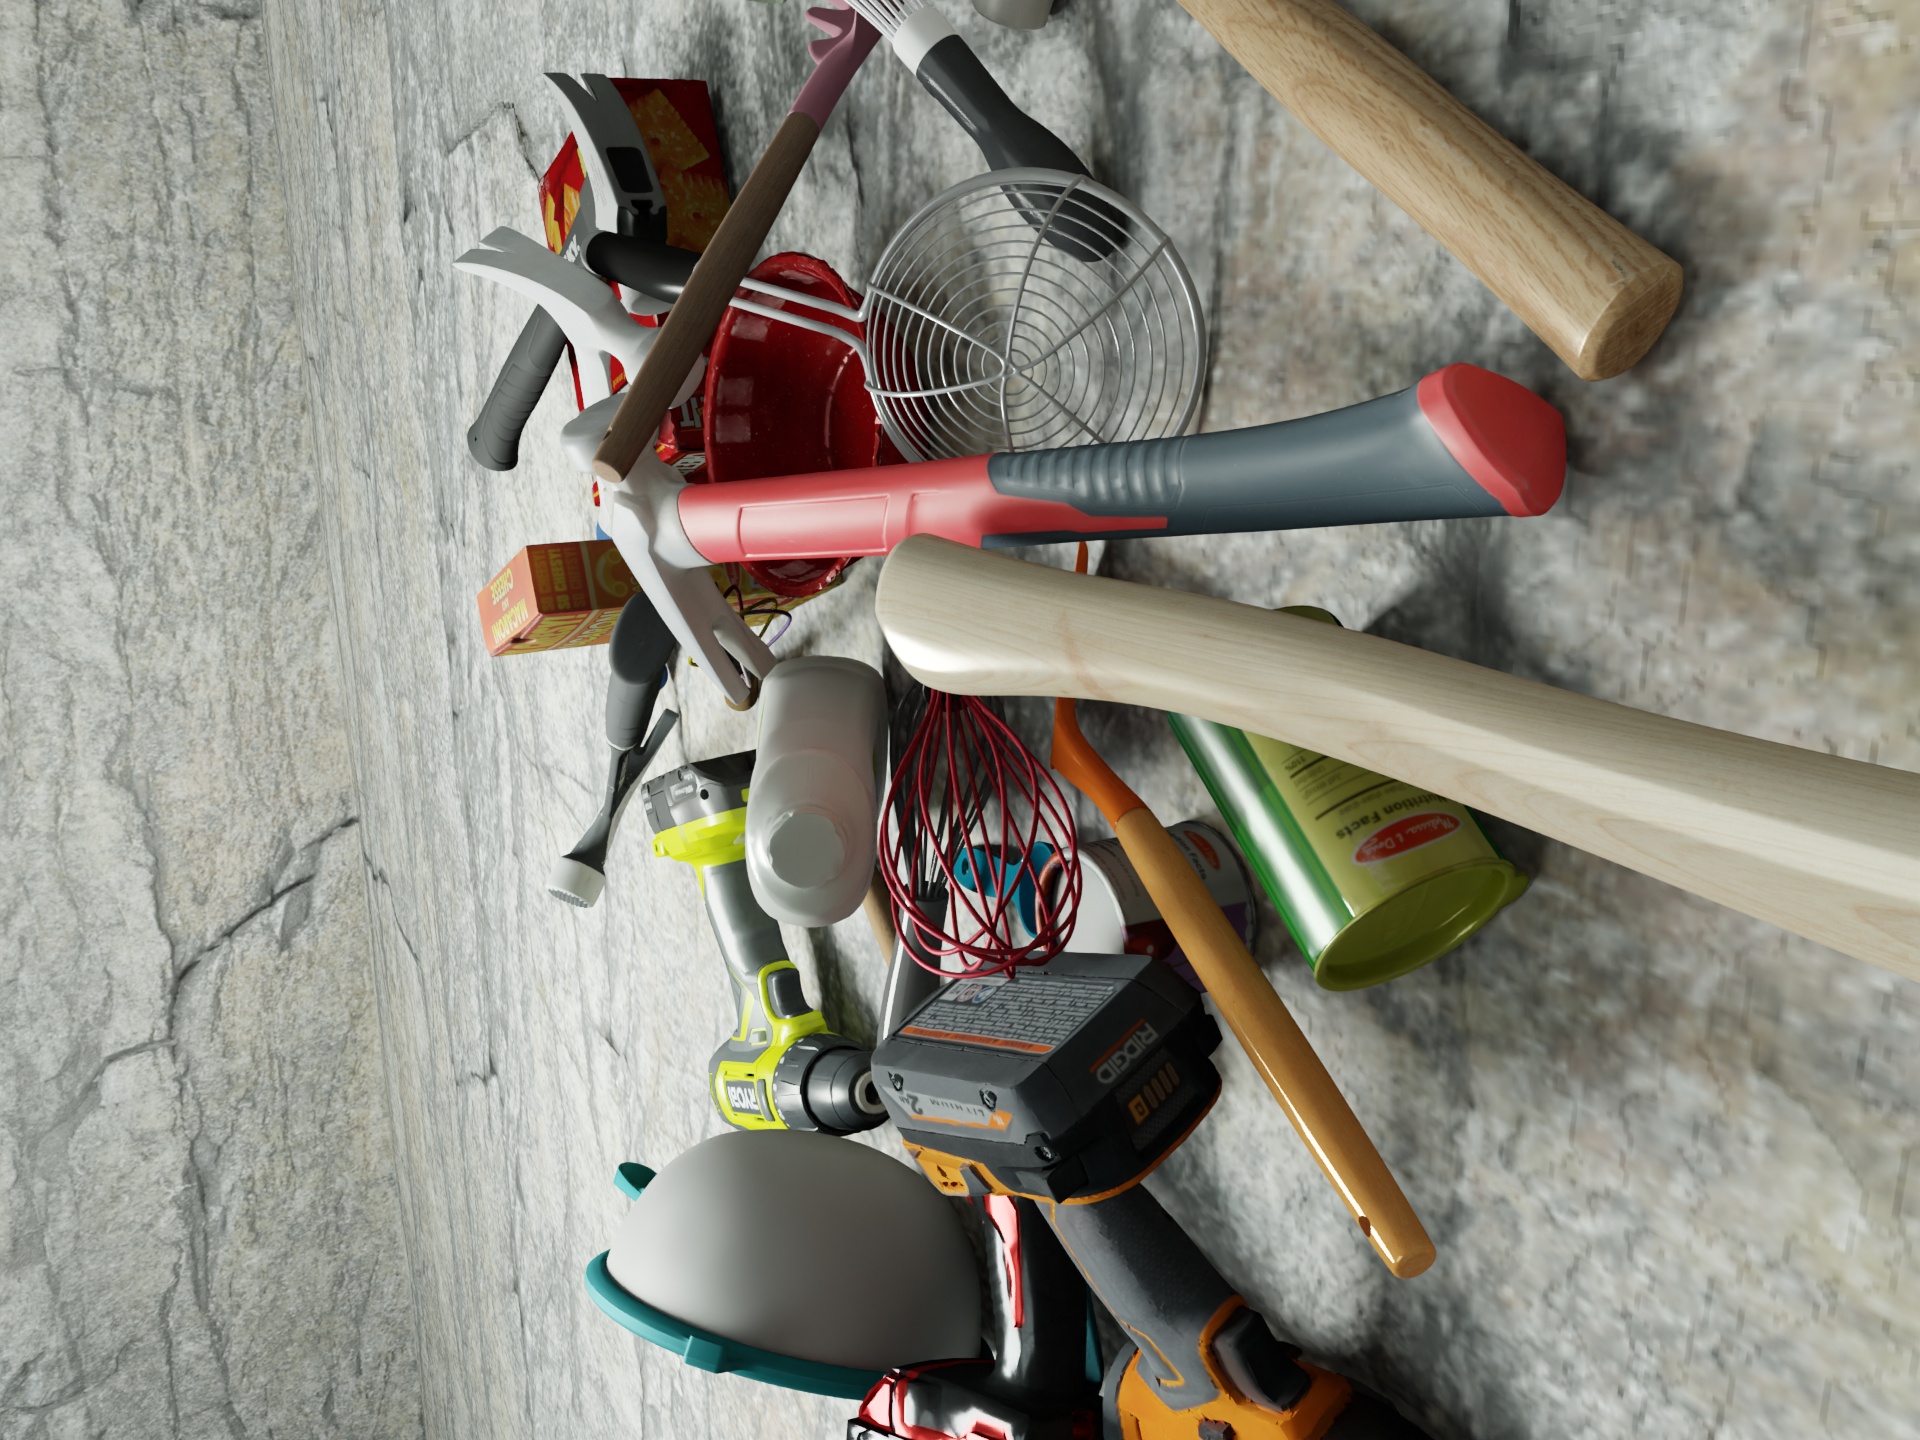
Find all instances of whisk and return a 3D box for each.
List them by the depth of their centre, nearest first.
[{"bbox_3d":[-0.033,-0.286,0.617,0.284,0.070,0.070,51,146,5],"label":"whisk"},{"bbox_3d":[-0.001,-0.002,0.633,0.296,0.073,0.073,-100,18,-55],"label":"whisk"},{"bbox_3d":[-0.017,0.081,0.751,0.055,0.055,0.239,36,124,52],"label":"whisk"},{"bbox_3d":[-0.125,-0.032,0.868,0.245,0.051,0.047,130,165,-79],"label":"whisk"}]

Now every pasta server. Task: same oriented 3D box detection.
[{"bbox_3d":[-0.081,-0.227,0.643,0.060,0.040,0.316,-18,44,55],"label":"pasta server"}]

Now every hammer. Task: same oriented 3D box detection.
[{"bbox_3d":[0.123,-0.008,0.406,0.411,0.038,0.146,20,110,43],"label":"hammer"},{"bbox_3d":[0.100,-0.216,0.493,0.332,0.031,0.130,58,144,35],"label":"hammer"},{"bbox_3d":[0.017,-0.064,0.561,0.386,0.038,0.143,2,132,40],"label":"hammer"},{"bbox_3d":[-0.194,0.007,0.932,0.409,0.036,0.149,133,161,-68],"label":"hammer"},{"bbox_3d":[-0.209,-0.126,0.947,0.144,0.035,0.405,37,156,11],"label":"hammer"},{"bbox_3d":[-0.248,-0.240,0.954,0.335,0.035,0.146,-31,74,57],"label":"hammer"}]

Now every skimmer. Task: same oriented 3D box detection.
[{"bbox_3d":[-0.052,-0.179,0.679,0.364,0.090,0.127,30,126,48],"label":"skimmer"}]

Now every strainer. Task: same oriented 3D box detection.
[{"bbox_3d":[-0.109,0.259,0.862,0.340,0.210,0.095,5,79,58],"label":"strainer"}]

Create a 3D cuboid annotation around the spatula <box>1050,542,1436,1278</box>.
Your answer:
[{"bbox_3d":[0.076,0.048,0.532,0.323,0.041,0.081,-118,26,-51],"label":"spatula"}]

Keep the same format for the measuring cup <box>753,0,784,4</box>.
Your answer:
[{"bbox_3d":[-0.093,-0.410,0.772,0.167,0.038,0.083,-4,95,63],"label":"measuring cup"}]

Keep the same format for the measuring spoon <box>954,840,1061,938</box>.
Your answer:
[{"bbox_3d":[0.027,0.072,0.730,0.129,0.021,0.042,-175,90,-70],"label":"measuring spoon"}]

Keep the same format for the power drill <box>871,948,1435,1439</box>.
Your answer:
[{"bbox_3d":[0.079,0.191,0.543,0.164,0.084,0.226,-11,113,58],"label":"power drill"}]

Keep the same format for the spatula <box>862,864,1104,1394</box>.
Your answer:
[{"bbox_3d":[-0.004,0.190,0.785,0.082,0.044,0.318,-53,50,35],"label":"spatula"}]

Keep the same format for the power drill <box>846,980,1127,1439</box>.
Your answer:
[{"bbox_3d":[0.014,0.219,0.678,0.143,0.078,0.220,-10,73,52],"label":"power drill"}]

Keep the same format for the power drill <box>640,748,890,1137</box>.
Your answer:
[{"bbox_3d":[-0.107,0.133,0.922,0.190,0.080,0.228,-20,83,61],"label":"power drill"}]
